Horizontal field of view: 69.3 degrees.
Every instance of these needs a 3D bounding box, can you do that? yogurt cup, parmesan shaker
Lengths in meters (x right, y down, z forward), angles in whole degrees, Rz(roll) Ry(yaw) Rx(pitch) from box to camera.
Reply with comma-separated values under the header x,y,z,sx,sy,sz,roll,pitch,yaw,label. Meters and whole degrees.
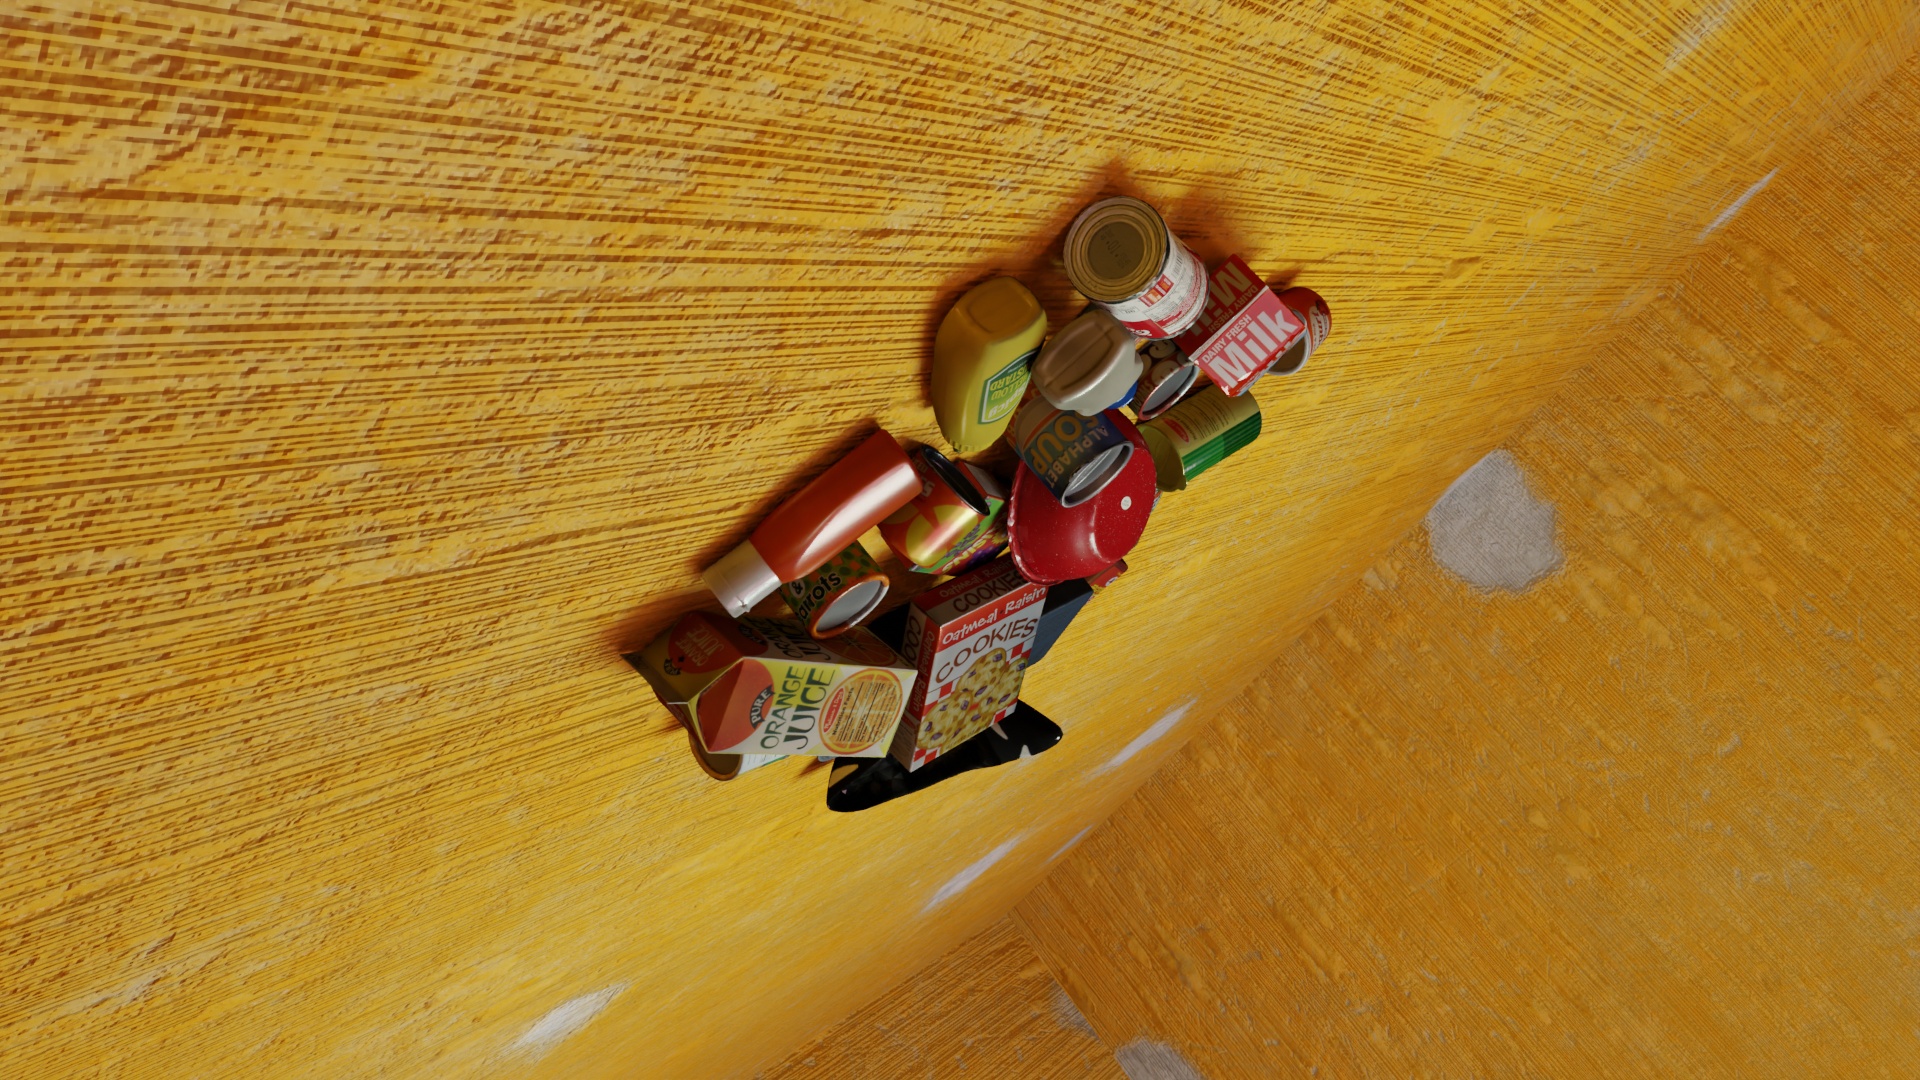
x,y,z,sx,sy,sz,roll,pitch,yaw,label
0.277,-0.180,1.173,0.054,0.072,0.072,-36,163,-37,yogurt cup
0.212,-0.092,1.235,0.103,0.071,0.071,-30,159,-27,parmesan shaker

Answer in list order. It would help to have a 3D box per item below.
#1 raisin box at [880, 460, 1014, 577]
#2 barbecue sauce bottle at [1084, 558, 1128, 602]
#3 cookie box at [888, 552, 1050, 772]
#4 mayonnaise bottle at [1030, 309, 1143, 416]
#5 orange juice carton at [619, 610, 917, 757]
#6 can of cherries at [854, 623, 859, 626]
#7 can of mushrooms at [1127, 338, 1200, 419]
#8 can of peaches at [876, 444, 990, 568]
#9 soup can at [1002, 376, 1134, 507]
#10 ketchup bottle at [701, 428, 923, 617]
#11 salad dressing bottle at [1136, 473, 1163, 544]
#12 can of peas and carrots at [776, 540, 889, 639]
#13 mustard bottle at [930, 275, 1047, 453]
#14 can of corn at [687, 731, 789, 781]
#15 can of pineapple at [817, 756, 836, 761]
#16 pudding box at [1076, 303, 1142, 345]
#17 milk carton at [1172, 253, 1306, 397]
x,y,z,sx,sy,sz,roll,pitch,yaw,label
0.004,-0.013,1.072,0.086,0.040,0.123,-44,160,14,raisin box
0.103,0.060,1.426,0.148,0.044,0.065,-42,162,7,barbecue sauce bottle
0.004,0.097,1.136,0.123,0.040,0.166,-25,141,-37,cookie box
0.087,-0.109,0.895,0.064,0.041,0.148,-41,171,10,mayonnaise bottle
-0.131,0.098,0.940,0.193,0.072,0.073,9,107,-42,orange juice carton
-0.110,0.092,1.062,0.058,0.071,0.071,-13,148,-51,can of cherries
0.155,-0.128,1.103,0.071,0.033,0.070,-35,162,-13,can of mushrooms
-0.024,-0.024,0.954,0.058,0.071,0.071,-43,161,13,can of peaches
0.070,-0.076,0.982,0.071,0.084,0.071,-35,161,-14,soup can
-0.094,-0.009,0.887,0.149,0.043,0.064,-37,160,-7,ketchup bottle
0.159,-0.033,1.317,0.064,0.044,0.147,-30,160,-10,salad dressing bottle
-0.092,0.026,0.946,0.071,0.059,0.070,-35,161,-14,can of peas and carrots
0.013,-0.098,0.875,0.065,0.049,0.159,-34,161,-23,mustard bottle
-0.169,0.146,1.072,0.058,0.071,0.070,-15,150,-49,can of corn
-0.110,0.146,1.193,0.071,0.058,0.070,-35,161,-14,can of pineapple
0.124,-0.167,0.960,0.083,0.030,0.050,-45,162,16,pudding box
0.199,-0.153,1.003,0.072,0.073,0.191,-44,175,14,milk carton
